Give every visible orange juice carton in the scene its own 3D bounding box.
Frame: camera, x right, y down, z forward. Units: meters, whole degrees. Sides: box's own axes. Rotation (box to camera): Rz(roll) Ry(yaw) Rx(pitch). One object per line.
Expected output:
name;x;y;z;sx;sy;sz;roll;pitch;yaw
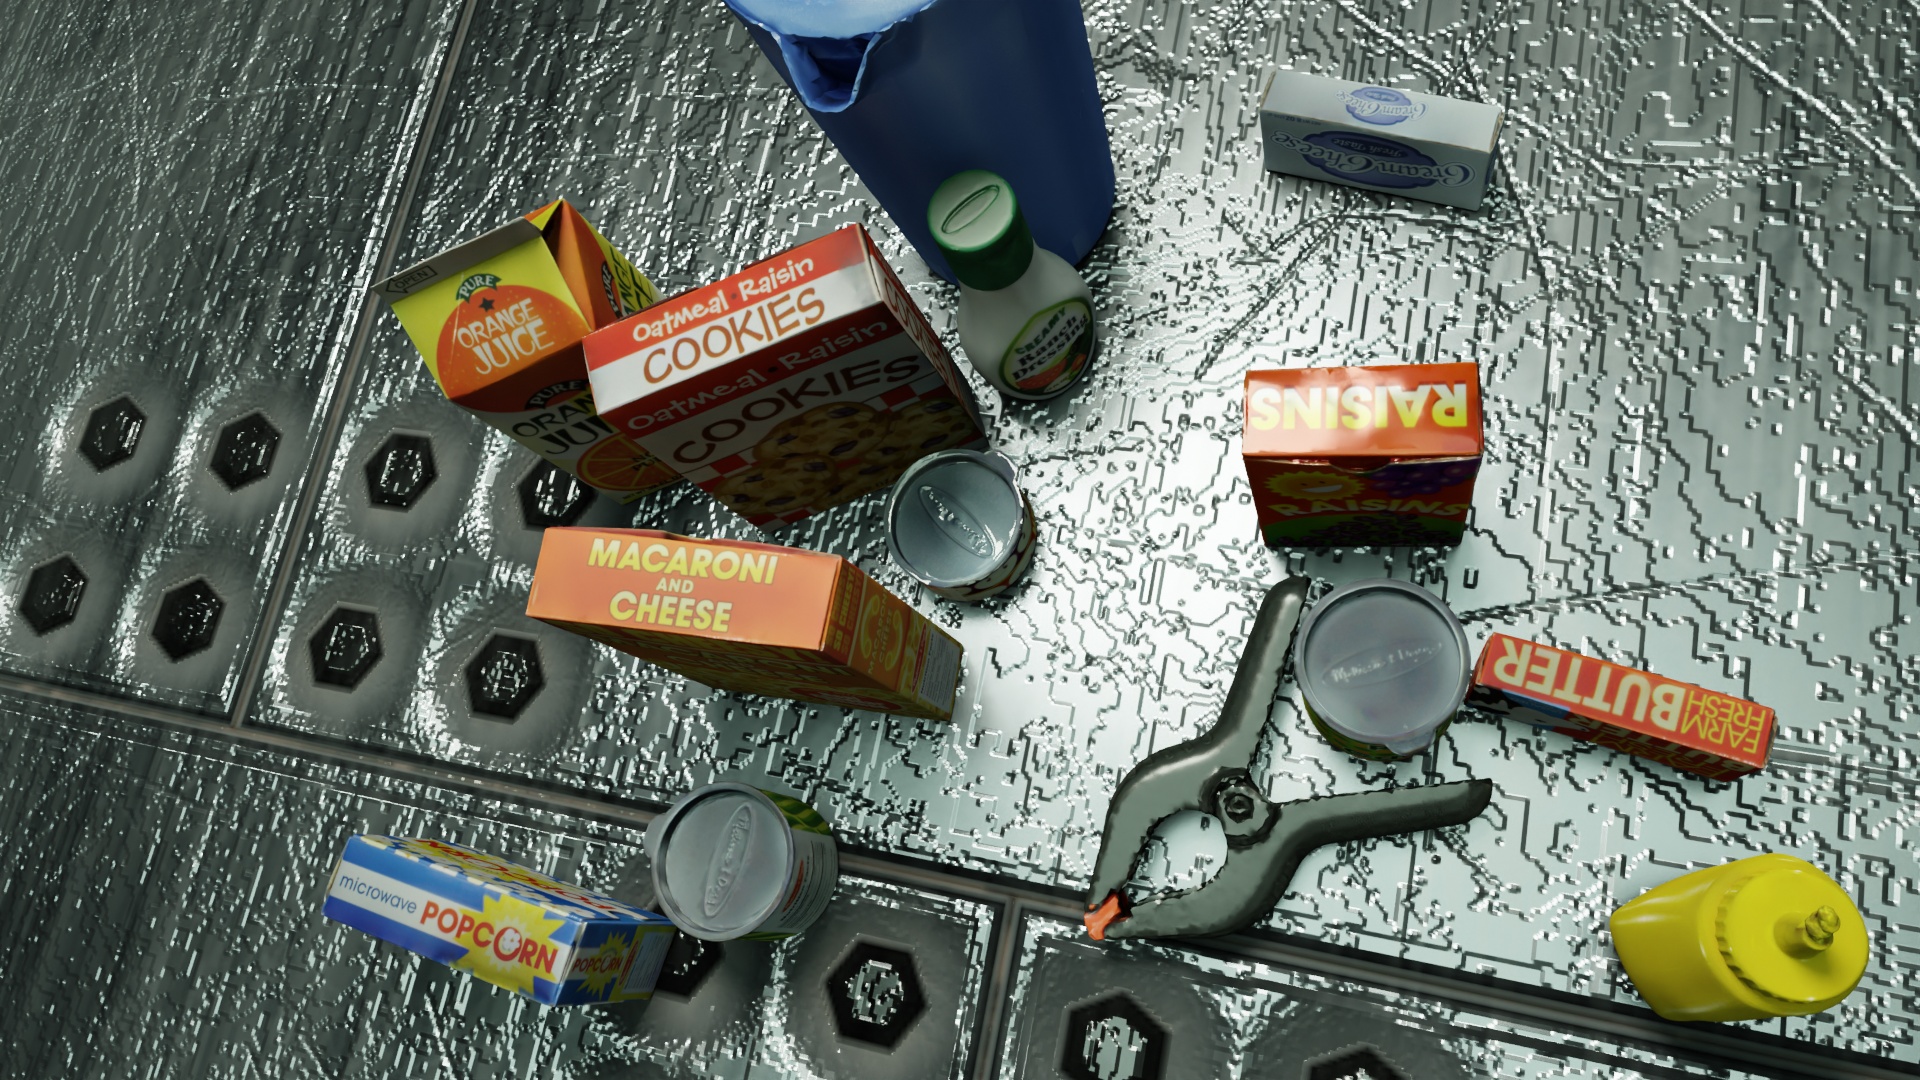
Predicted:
orange juice carton;-0.177;-0.088;0.633;0.072;0.192;0.073;-22;69;9

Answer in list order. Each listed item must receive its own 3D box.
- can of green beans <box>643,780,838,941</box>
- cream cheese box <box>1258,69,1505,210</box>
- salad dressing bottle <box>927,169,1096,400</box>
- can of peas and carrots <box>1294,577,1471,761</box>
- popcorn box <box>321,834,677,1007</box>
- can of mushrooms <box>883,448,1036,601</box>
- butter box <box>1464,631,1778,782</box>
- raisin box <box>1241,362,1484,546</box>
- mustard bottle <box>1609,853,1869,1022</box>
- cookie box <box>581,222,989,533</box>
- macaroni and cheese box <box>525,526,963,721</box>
can of green beans;-0.094;0.142;0.612;0.071;0.057;0.071;-4;73;14
cream cheese box;0.191;-0.183;0.635;0.104;0.053;0.024;17;79;20
salad dressing bottle;0.022;-0.109;0.609;0.064;0.147;0.044;-39;68;2
can of peas and carrots;0.172;0.056;0.564;0.071;0.058;0.071;-4;73;14
popcorn box;-0.204;0.168;0.620;0.127;0.085;0.038;13;78;19
can of mushrooms;0.002;-0.008;0.645;0.071;0.033;0.071;-4;73;14
butter box;0.254;0.065;0.542;0.103;0.053;0.024;16;79;19
raisin box;0.160;-0.030;0.559;0.086;0.123;0.040;1;74;16
mustard bottle;0.262;0.132;0.461;0.065;0.160;0.049;-25;69;8
cookie box;-0.069;-0.064;0.609;0.123;0.167;0.040;-21;70;9
macaroni and cheese box;-0.081;0.037;0.582;0.124;0.166;0.040;5;76;17
